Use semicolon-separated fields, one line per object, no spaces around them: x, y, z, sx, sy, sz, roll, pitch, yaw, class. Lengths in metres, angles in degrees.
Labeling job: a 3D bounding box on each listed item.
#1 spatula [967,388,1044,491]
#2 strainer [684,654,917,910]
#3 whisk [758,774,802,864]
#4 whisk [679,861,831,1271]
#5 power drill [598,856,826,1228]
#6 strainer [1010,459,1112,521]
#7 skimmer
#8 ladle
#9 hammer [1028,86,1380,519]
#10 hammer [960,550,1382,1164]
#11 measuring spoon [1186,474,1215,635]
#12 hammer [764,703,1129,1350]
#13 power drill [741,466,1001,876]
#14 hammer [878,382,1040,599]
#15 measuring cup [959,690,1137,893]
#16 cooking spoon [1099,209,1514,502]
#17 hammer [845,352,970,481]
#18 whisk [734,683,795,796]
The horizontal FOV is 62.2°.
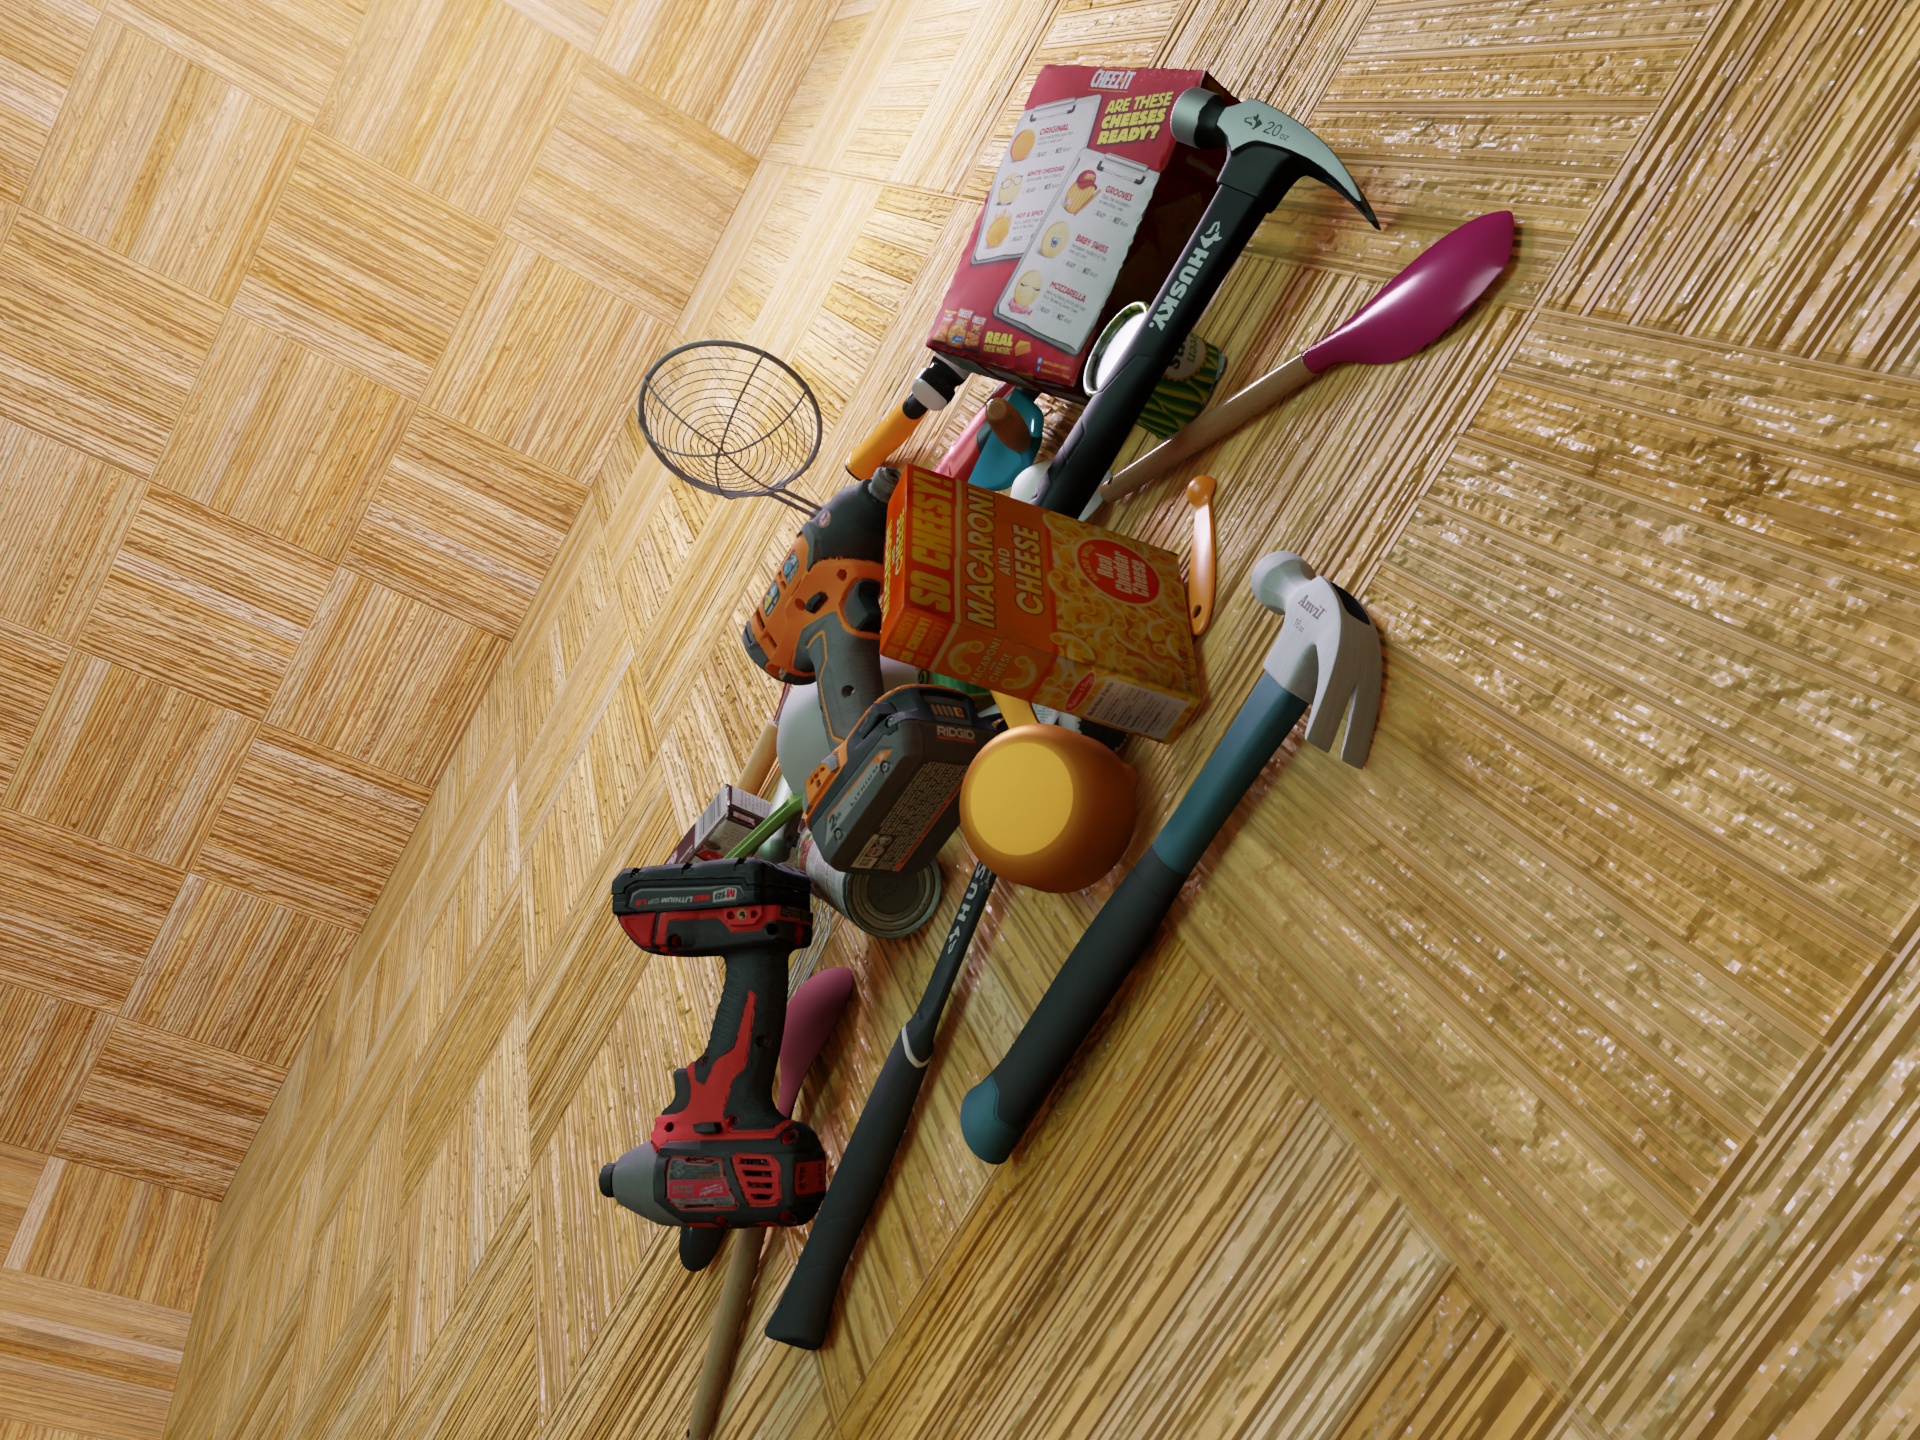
0.025;-0.181;0.996;0.082;0.044;0.317;-63;-3;7;spatula
-0.118;0.025;1.100;0.256;0.069;0.151;-43;11;-15;strainer
-0.113;0.014;1.221;0.247;0.059;0.057;-76;-18;-44;whisk
-0.148;0.234;1.100;0.070;0.070;0.285;-15;58;60;whisk
-0.158;0.202;0.989;0.143;0.078;0.220;-7;76;18;power drill
0.058;-0.102;0.993;0.087;0.050;0.259;-28;34;21;strainer
-0.128;-0.197;1.222;0.363;0.127;0.090;13;-112;-76;skimmer
-0.127;0.305;1.017;0.069;0.031;0.316;-23;48;58;ladle
0.104;-0.196;0.918;0.146;0.035;0.335;37;99;34;hammer
0.094;0.078;0.773;0.331;0.033;0.128;-58;23;14;hammer
0.132;-0.095;0.892;0.021;0.011;0.117;-39;34;45;measuring spoon
-0.021;0.168;0.922;0.409;0.036;0.149;-67;22;-5;hammer
-0.055;-0.037;0.968;0.164;0.084;0.227;-54;43;33;power drill
0.024;-0.205;1.182;0.386;0.038;0.143;-50;43;23;hammer
0.028;0.008;0.852;0.095;0.052;0.174;-30;68;20;measuring cup
0.177;-0.188;0.884;0.319;0.017;0.069;-28;42;53;cooking spoon
-0.035;-0.266;1.320;0.127;0.034;0.337;-53;10;-16;hammer
-0.142;-0.013;1.353;0.245;0.047;0.051;-61;11;17;whisk
